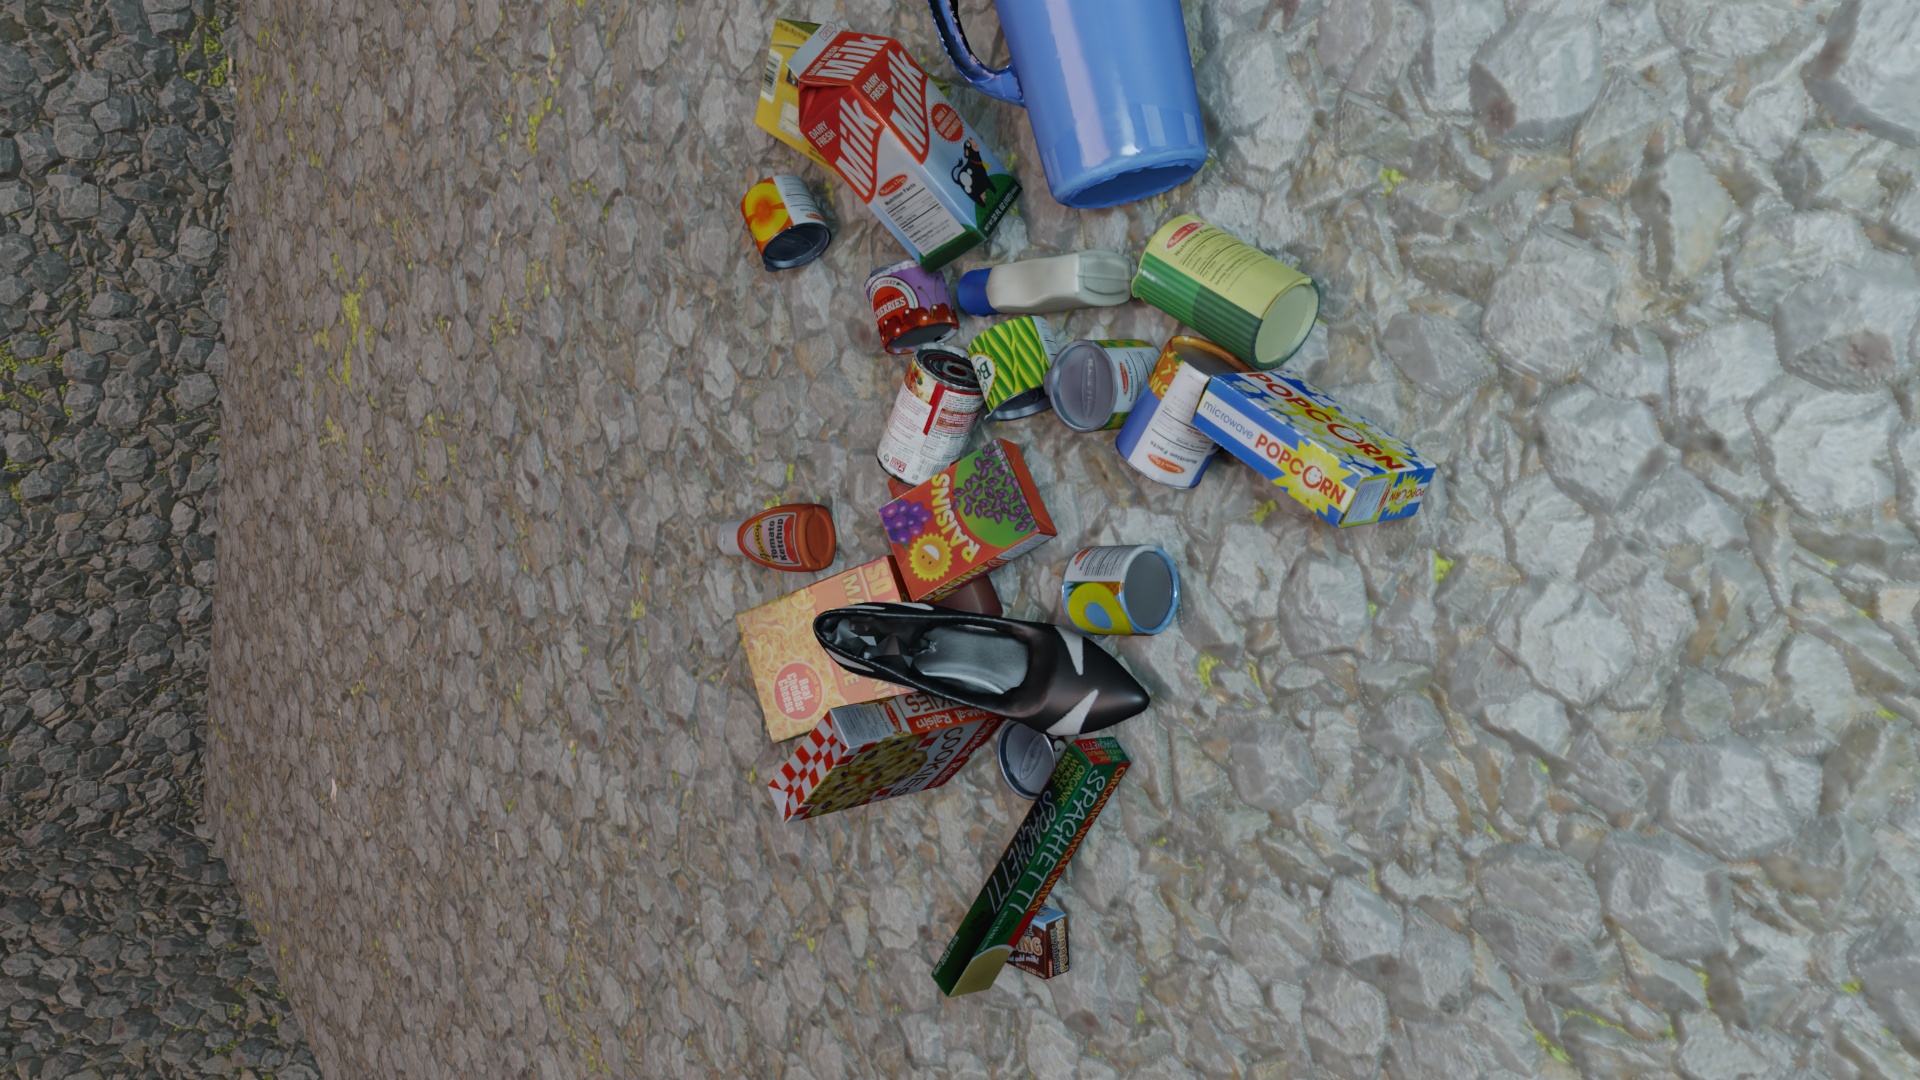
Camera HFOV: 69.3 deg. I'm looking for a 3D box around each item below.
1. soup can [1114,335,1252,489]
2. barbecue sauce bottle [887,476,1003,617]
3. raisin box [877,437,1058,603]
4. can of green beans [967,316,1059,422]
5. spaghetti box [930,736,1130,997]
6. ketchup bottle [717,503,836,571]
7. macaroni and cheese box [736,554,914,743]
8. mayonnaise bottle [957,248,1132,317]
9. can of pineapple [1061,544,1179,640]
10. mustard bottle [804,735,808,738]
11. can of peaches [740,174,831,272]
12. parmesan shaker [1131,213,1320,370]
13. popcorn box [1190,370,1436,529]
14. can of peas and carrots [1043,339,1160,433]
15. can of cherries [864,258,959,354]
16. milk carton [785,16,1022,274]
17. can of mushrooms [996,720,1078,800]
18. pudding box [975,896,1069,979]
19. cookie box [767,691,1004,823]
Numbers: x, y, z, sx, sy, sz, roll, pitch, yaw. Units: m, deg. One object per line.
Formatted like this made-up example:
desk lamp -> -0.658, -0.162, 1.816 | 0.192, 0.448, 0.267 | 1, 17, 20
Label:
soup can -> 0.152, -0.089, 0.945 | 0.071, 0.071, 0.083 | 48, 127, 32
barbecue sauce bottle -> -0.018, 0.009, 1.163 | 0.064, 0.044, 0.149 | -37, 68, 38
raisin box -> 0.004, -0.014, 1.105 | 0.123, 0.040, 0.086 | -30, 73, 23
can of green beans -> 0.045, -0.130, 1.054 | 0.071, 0.071, 0.058 | -33, 72, 46
spaghetti box -> 0.053, 0.258, 1.088 | 0.029, 0.050, 0.249 | 45, 116, 38
ketchup bottle -> -0.180, -0.002, 1.340 | 0.148, 0.044, 0.064 | -1, 96, 48
macaroni and cheese box -> -0.108, 0.096, 1.233 | 0.166, 0.040, 0.124 | -22, 80, 23
mayonnaise bottle -> 0.056, -0.190, 1.037 | 0.148, 0.065, 0.041 | 6, 97, 51
can of pineapple -> 0.117, 0.037, 1.003 | 0.058, 0.071, 0.071 | -3, 94, 48
mustard bottle -> -0.128, 0.159, 1.304 | 0.160, 0.049, 0.065 | 42, 120, 35
can of peaches -> -0.160, -0.286, 1.253 | 0.071, 0.071, 0.058 | -43, 65, 43
parmesan shaker -> 0.172, -0.160, 0.906 | 0.103, 0.071, 0.071 | 41, 124, 36
popcorn box -> 0.217, -0.060, 0.861 | 0.127, 0.085, 0.038 | 42, 125, 36
can of peas and carrots -> 0.105, -0.112, 0.997 | 0.071, 0.059, 0.070 | 10, 103, 47
can of cherries -> -0.041, -0.191, 1.135 | 0.071, 0.072, 0.058 | -27, 77, 47
milk carton -> -0.050, -0.304, 1.050 | 0.190, 0.073, 0.073 | 45, 142, -20
can of mushrooms -> 0.064, 0.173, 1.106 | 0.071, 0.033, 0.071 | 9, 102, 47
pudding box -> 0.051, 0.324, 1.147 | 0.083, 0.030, 0.049 | 7, 100, 47
cookie box -> -0.057, 0.172, 1.139 | 0.122, 0.168, 0.040 | -52, 57, 39
